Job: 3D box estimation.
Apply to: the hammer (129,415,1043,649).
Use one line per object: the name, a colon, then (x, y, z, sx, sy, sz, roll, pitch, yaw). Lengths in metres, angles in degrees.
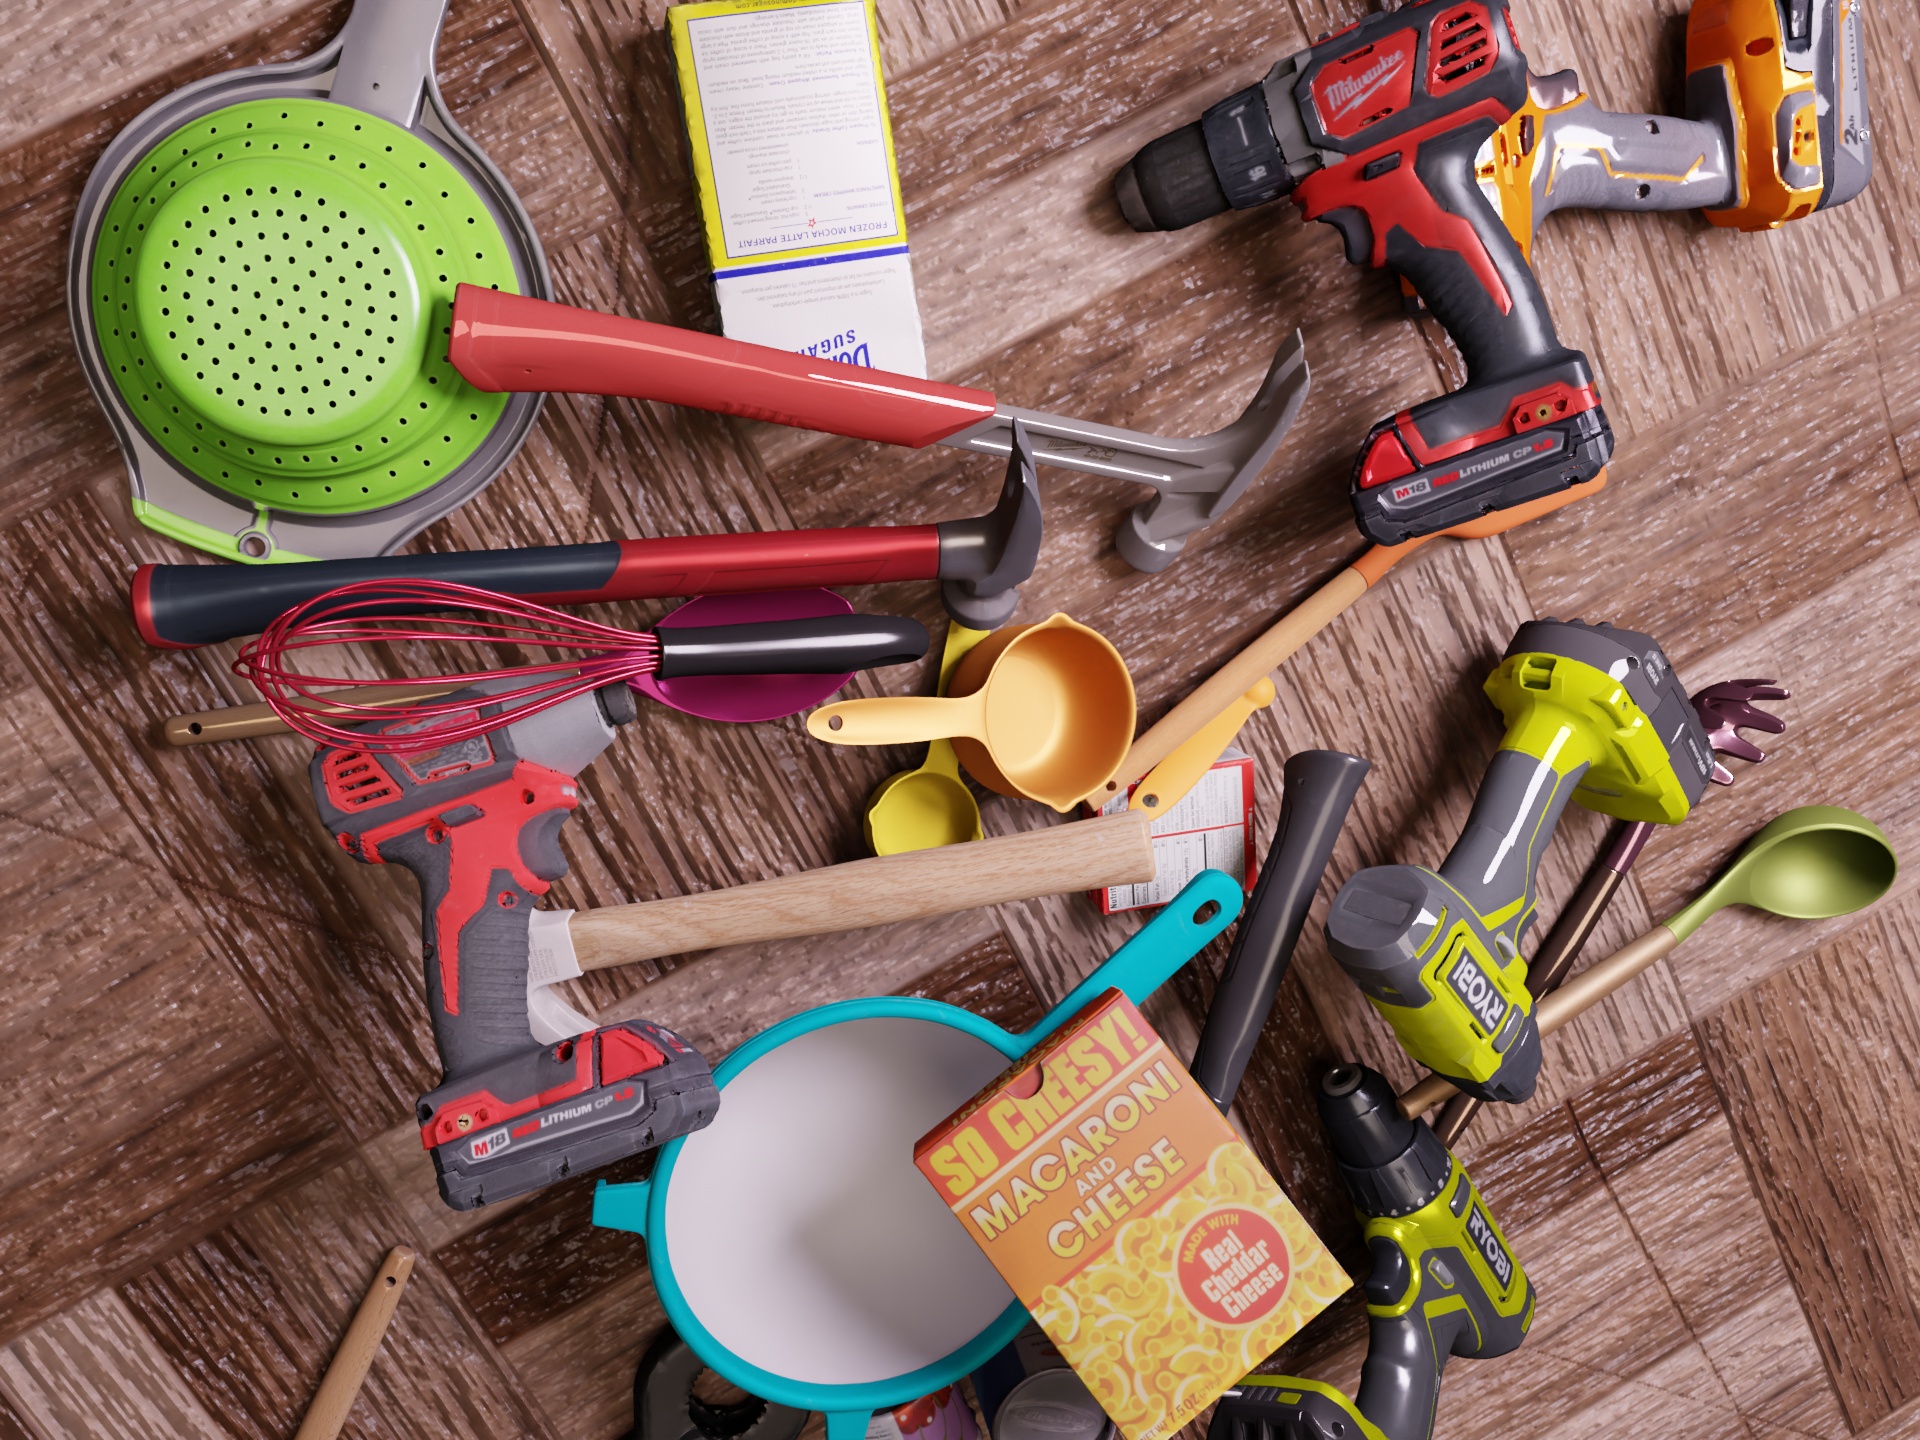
hammer: (-0.158, -0.071, 0.688, 0.386, 0.143, 0.038, -5, 70, -7)

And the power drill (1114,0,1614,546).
power drill: (0.188, -0.199, 0.737, 0.188, 0.080, 0.226, -17, 98, 23)

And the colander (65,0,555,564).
colander: (-0.249, -0.249, 0.655, 0.204, 0.094, 0.397, 17, 97, -15)

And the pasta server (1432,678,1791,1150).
pasta server: (0.356, 0.110, 0.889, 0.060, 0.040, 0.316, 26, 97, -41)

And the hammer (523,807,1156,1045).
hammer: (-0.072, 0.089, 0.758, 0.331, 0.031, 0.130, -10, 106, 5)

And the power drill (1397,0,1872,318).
power drill: (0.315, -0.301, 0.777, 0.226, 0.084, 0.164, -14, 104, -5)

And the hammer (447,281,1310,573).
hammer: (-0.033, -0.142, 0.689, 0.359, 0.149, 0.037, 8, 57, -20)

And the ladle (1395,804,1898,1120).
ladle: (0.375, 0.138, 0.868, 0.320, 0.062, 0.078, -28, 131, -13)

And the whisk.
whisk: (-0.148, -0.028, 0.677, 0.295, 0.073, 0.073, -4, 102, -26)

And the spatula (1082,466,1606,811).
spatula: (0.187, -0.058, 0.806, 0.322, 0.041, 0.081, -39, 101, -10)

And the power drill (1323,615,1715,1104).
power drill: (0.287, 0.074, 0.805, 0.171, 0.080, 0.223, 47, 70, -32)

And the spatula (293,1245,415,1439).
spatula: (-0.343, 0.408, 0.793, 0.082, 0.044, 0.317, 25, 94, -12)

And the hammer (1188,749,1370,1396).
hammer: (0.133, 0.172, 0.797, 0.035, 0.146, 0.335, 17, 96, -29)

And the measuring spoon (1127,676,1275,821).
measuring spoon: (0.123, 0.012, 0.807, 0.021, 0.011, 0.117, 39, 63, 16)

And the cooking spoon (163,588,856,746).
cooking spoon: (-0.205, -0.018, 0.751, 0.319, 0.017, 0.068, -9, 100, -11)

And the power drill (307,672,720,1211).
power drill: (-0.187, 0.087, 0.696, 0.143, 0.078, 0.220, -20, 78, -1)

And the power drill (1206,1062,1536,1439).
power drill: (0.215, 0.313, 0.829, 0.190, 0.080, 0.228, 57, 45, -17)

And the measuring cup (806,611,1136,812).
measuring cup: (-0.001, -0.002, 0.756, 0.173, 0.052, 0.095, -3, 92, -28)

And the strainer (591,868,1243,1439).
strainer: (-0.004, 0.182, 0.797, 0.340, 0.095, 0.211, -41, 108, -5)

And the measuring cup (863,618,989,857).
measuring cup: (-0.011, 0.004, 0.799, 0.062, 0.029, 0.156, 14, 86, -21)
